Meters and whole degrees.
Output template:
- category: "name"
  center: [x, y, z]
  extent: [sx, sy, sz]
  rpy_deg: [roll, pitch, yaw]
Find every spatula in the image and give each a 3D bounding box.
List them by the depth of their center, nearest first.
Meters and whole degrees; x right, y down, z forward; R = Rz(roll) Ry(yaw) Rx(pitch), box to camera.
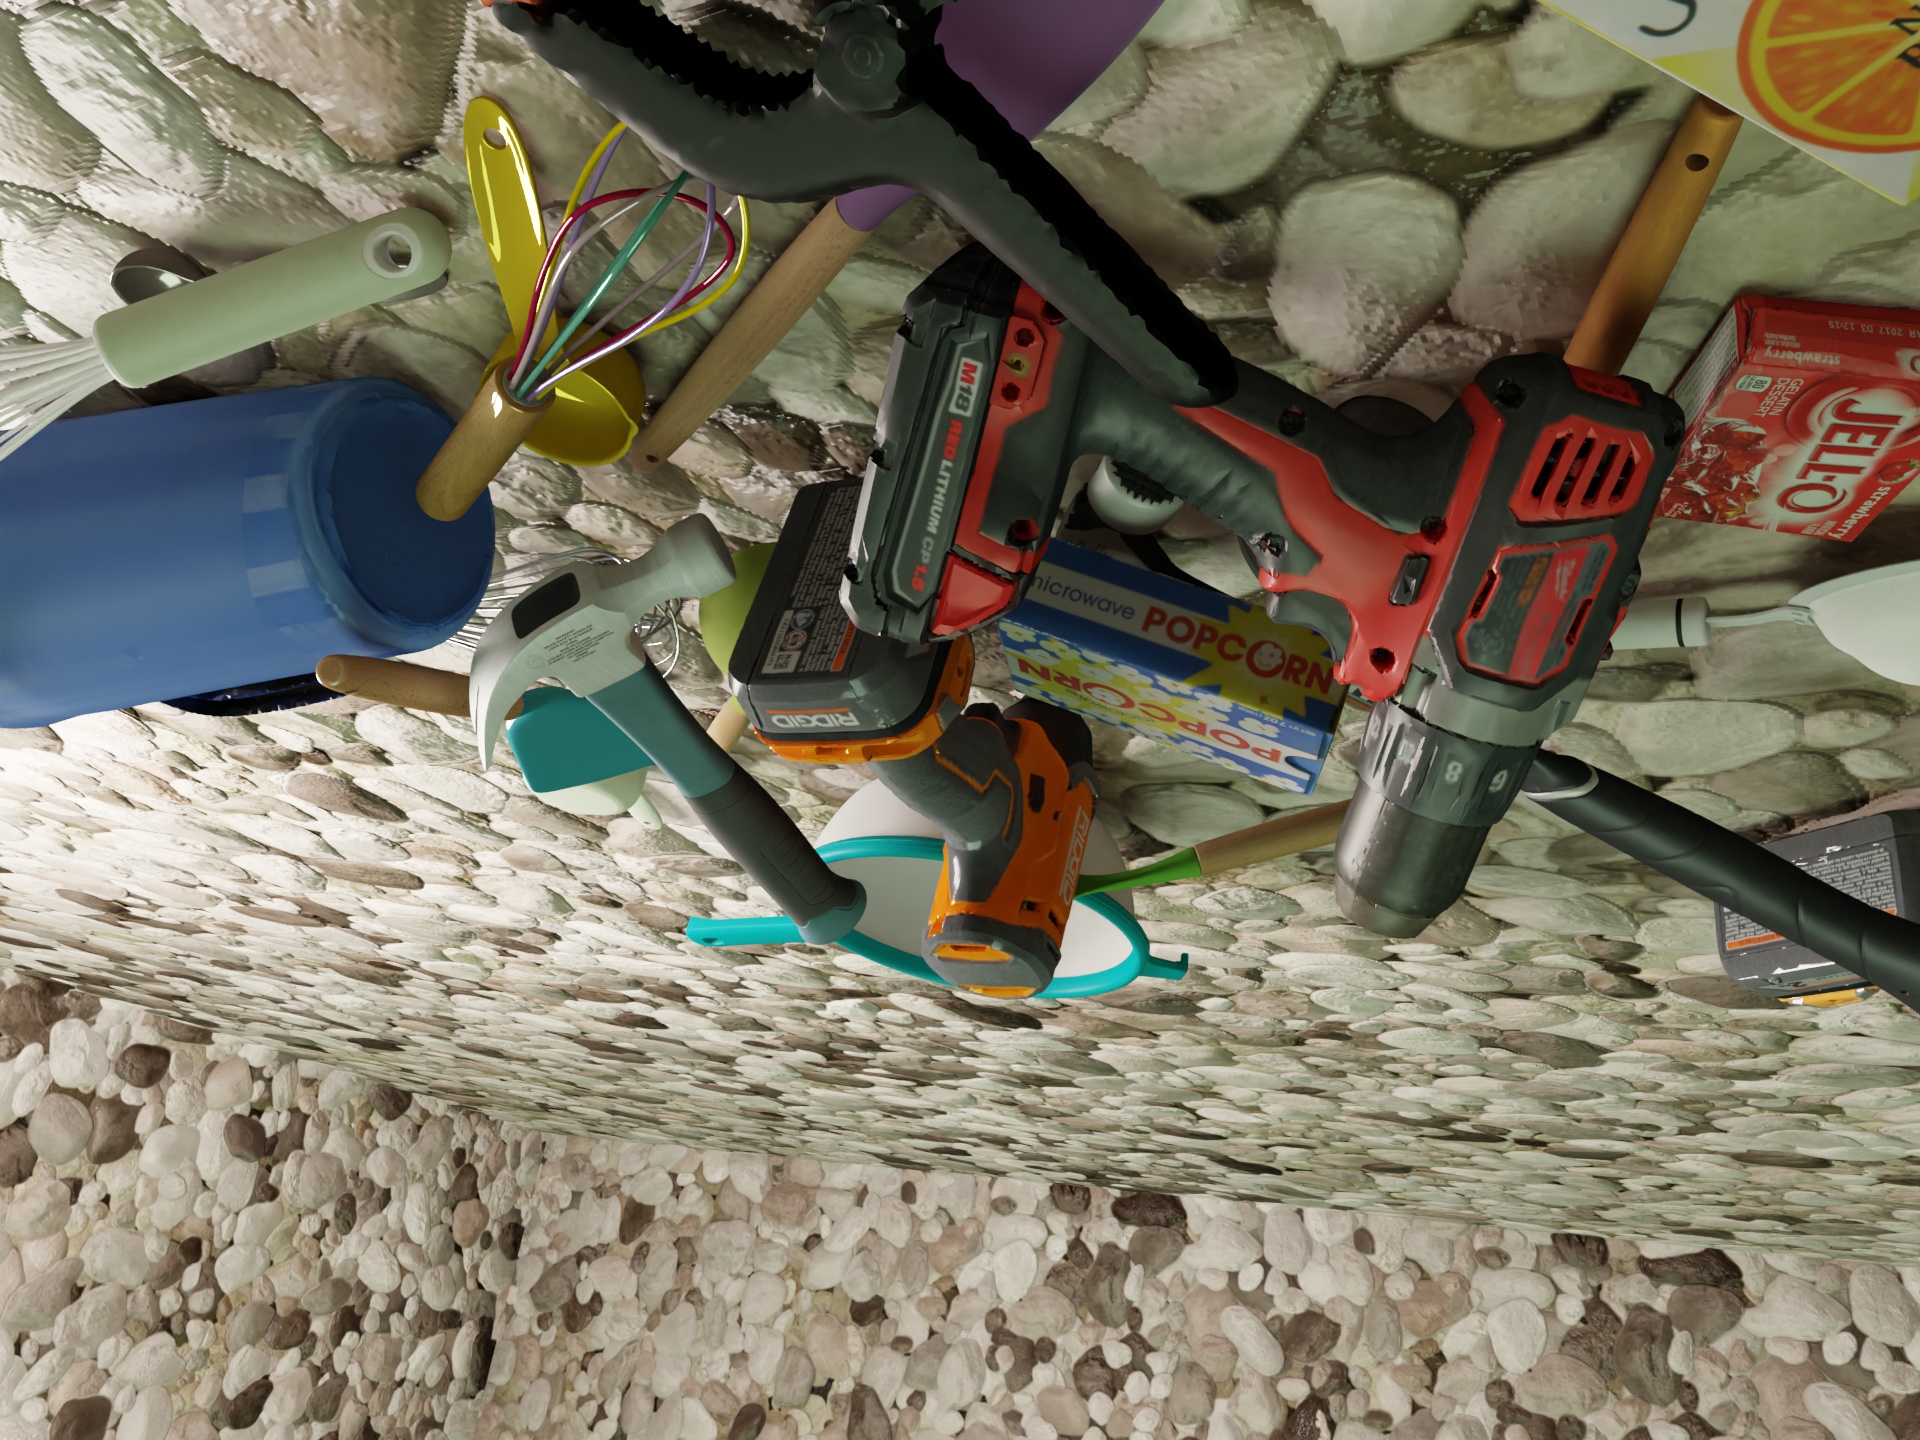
- category: "spatula"
  center: [-0.046, -0.148, 0.501]
  extent: [0.059, 0.018, 0.316]
  rpy_deg: [21, 154, -24]
- category: "spatula"
  center: [0.195, -0.080, 0.538]
  extent: [0.081, 0.041, 0.322]
  rpy_deg: [21, 158, 12]
- category: "spatula"
  center: [-0.210, 0.001, 0.721]
  extent: [0.082, 0.044, 0.317]
  rpy_deg: [-15, 176, 3]

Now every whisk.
- category: "whisk"
  center: [-0.133, -0.116, 0.520]
  extent: [0.047, 0.051, 0.245]
  rpy_deg: [24, 151, -26]
- category: "whisk"
  center: [-0.285, -0.118, 0.524]
  extent: [0.246, 0.057, 0.059]
  rpy_deg: [-20, -161, -1]
- category: "whisk"
  center: [-0.253, -0.053, 0.774]
  extent: [0.285, 0.070, 0.070]
  rpy_deg: [4, 157, 27]

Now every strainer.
- category: "strainer"
  center: [0.290, -0.036, 0.611]
  extent: [0.258, 0.050, 0.086]
  rpy_deg: [-2, 169, 33]
- category: "strainer"
  center: [-0.038, 0.089, 0.966]
  extent: [0.340, 0.095, 0.210]
  rpy_deg: [-9, 146, 39]

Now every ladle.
- category: "ladle"
  center: [-0.114, -0.016, 0.833]
  extent: [0.078, 0.062, 0.320]
  rpy_deg: [13, 164, -13]

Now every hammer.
- category: "hammer"
  center: [0.219, 0.018, 0.638]
  extent: [0.409, 0.036, 0.149]
  rpy_deg: [27, 156, -2]
- category: "hammer"
  center: [-0.109, 0.031, 0.726]
  extent: [0.128, 0.033, 0.330]
  rpy_deg: [-25, 148, 2]

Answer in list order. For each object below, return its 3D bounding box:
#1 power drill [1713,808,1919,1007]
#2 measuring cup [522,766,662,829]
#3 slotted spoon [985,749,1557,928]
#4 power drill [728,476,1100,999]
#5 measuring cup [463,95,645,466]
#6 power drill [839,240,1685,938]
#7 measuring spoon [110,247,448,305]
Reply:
- category: "power drill"
  center: [0.529, 0.107, 0.806]
  extent: [0.226, 0.084, 0.185]
  rpy_deg: [14, 157, -22]
- category: "measuring cup"
  center: [-0.227, 0.052, 1.026]
  extent: [0.083, 0.038, 0.167]
  rpy_deg: [5, 155, 12]
- category: "slotted spoon"
  center: [0.141, 0.062, 0.782]
  extent: [0.314, 0.031, 0.070]
  rpy_deg: [-15, 179, 2]
- category: "power drill"
  center: [-0.001, -0.002, 0.687]
  extent: [0.084, 0.164, 0.226]
  rpy_deg: [-2, 143, 26]
- category: "measuring cup"
  center: [-0.141, -0.149, 0.541]
  extent: [0.062, 0.029, 0.156]
  rpy_deg: [11, 146, 5]
- category: "power drill"
  center: [0.083, -0.039, 0.493]
  extent: [0.226, 0.080, 0.187]
  rpy_deg: [16, 114, 4]
- category: "measuring spoon"
  center: [-0.240, -0.159, 0.566]
  extent: [0.124, 0.018, 0.034]
  rpy_deg: [-1, 157, 7]
